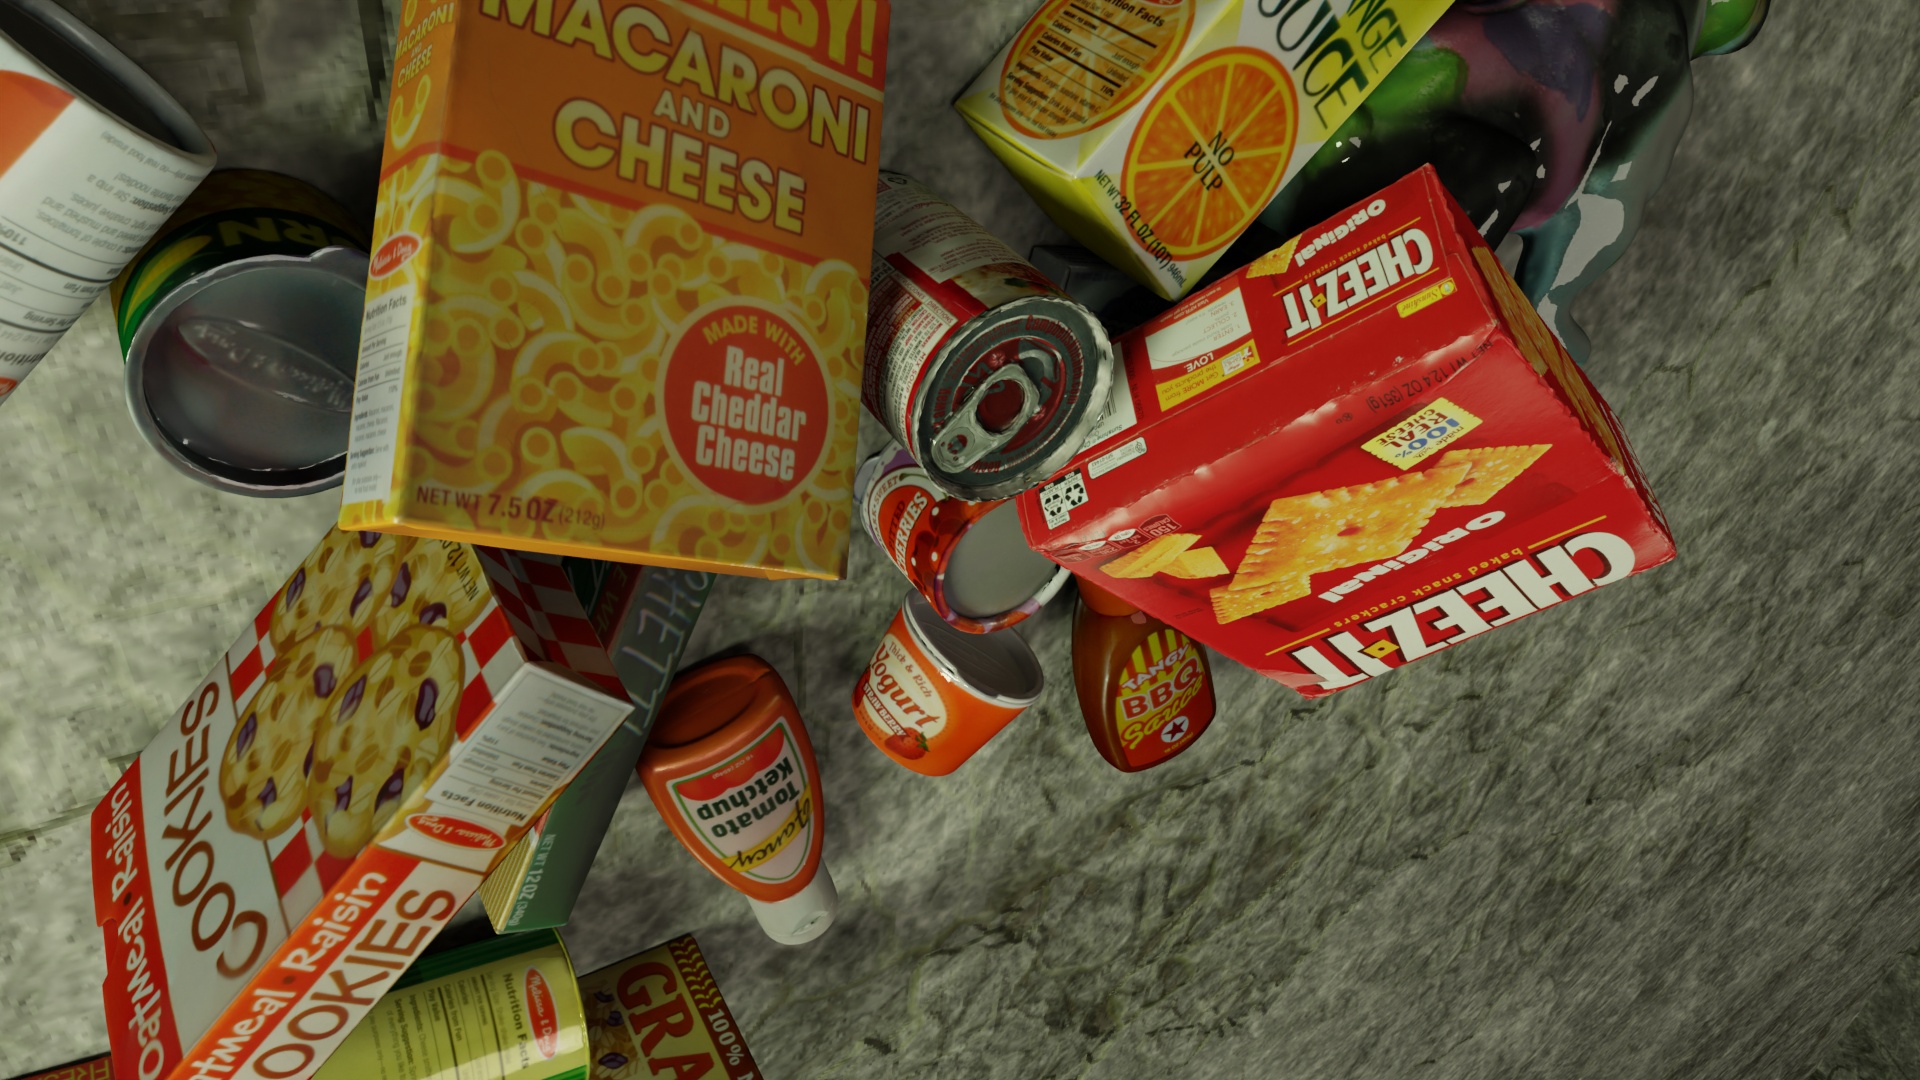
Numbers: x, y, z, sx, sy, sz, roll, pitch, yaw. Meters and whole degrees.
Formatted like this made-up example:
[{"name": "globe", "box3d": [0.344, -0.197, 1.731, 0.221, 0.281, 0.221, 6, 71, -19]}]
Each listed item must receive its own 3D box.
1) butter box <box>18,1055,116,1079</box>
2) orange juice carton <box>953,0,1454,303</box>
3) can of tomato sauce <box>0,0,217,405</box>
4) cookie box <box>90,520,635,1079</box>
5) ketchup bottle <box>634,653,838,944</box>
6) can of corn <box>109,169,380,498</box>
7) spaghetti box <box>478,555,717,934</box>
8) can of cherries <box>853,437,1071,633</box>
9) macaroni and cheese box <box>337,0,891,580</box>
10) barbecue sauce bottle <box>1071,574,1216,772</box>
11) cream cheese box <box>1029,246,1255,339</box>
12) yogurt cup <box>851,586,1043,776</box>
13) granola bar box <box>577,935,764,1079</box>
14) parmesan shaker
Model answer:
[{"name": "butter box", "box3d": [-0.341, 0.215, 0.473, 0.104, 0.024, 0.052, -8, 128, -32]}, {"name": "orange juice carton", "box3d": [0.097, -0.179, 0.447, 0.192, 0.073, 0.071, -48, 137, 4]}, {"name": "can of tomato sauce", "box3d": [-0.219, -0.076, 0.301, 0.083, 0.071, 0.071, -46, 138, 3]}, {"name": "cookie box", "box3d": [-0.180, 0.065, 0.399, 0.167, 0.123, 0.040, -48, 136, 6]}, {"name": "ketchup bottle", "box3d": [-0.084, 0.113, 0.569, 0.065, 0.044, 0.148, -29, 136, -15]}, {"name": "can of corn", "box3d": [-0.175, -0.056, 0.353, 0.071, 0.058, 0.070, -20, 133, -23]}, {"name": "spaghetti box", "box3d": [-0.115, 0.025, 0.469, 0.029, 0.050, 0.249, 7, 119, -42]}, {"name": "can of cherries", "box3d": [0.002, -0.007, 0.525, 0.072, 0.058, 0.071, -20, 133, -23]}, {"name": "macaroni and cheese box", "box3d": [-0.082, -0.078, 0.356, 0.124, 0.040, 0.166, 10, 81, -42]}, {"name": "barbecue sauce bottle", "box3d": [0.079, 0.044, 0.634, 0.065, 0.044, 0.147, -31, 136, -11]}, {"name": "cream cheese box", "box3d": [0.069, -0.085, 0.537, 0.104, 0.024, 0.053, -7, 127, -33]}, {"name": "yogurt cup", "box3d": [-0.008, 0.059, 0.568, 0.072, 0.072, 0.053, 15, 121, -43]}, {"name": "granola bar box", "box3d": [-0.133, 0.254, 0.555, 0.124, 0.166, 0.038, -17, 134, -25]}, {"name": "parmesan shaker", "box3d": [-0.202, 0.189, 0.528, 0.103, 0.071, 0.071, -10, 128, -29]}]
